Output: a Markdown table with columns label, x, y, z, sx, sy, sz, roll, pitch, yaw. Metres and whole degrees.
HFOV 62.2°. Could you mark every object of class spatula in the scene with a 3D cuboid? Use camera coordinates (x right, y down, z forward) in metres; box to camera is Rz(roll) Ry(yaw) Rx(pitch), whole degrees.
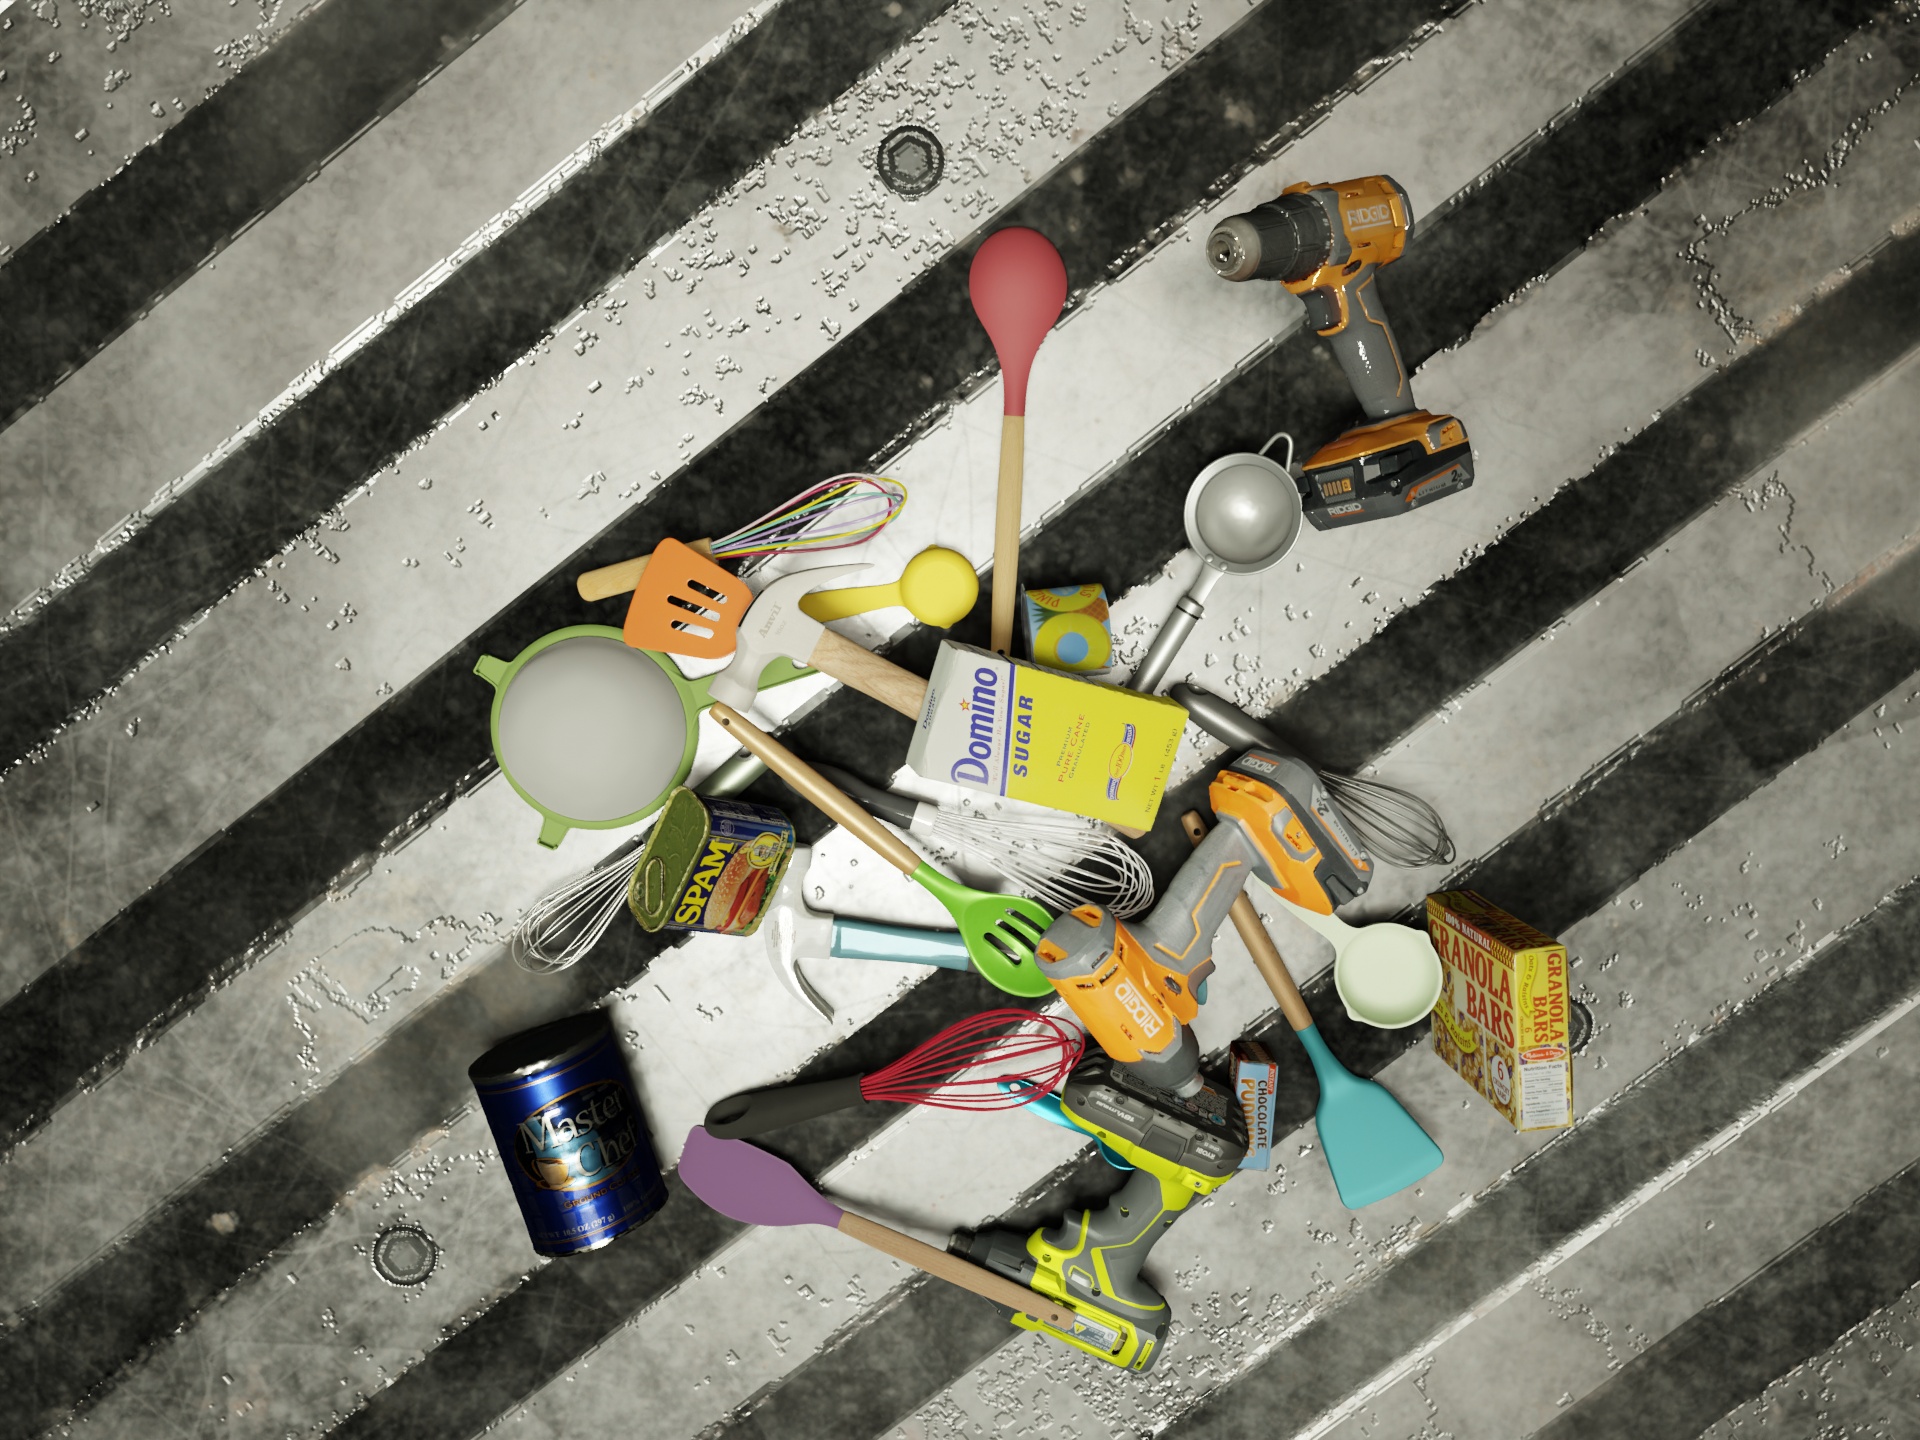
| label | x | y | z | sx | sy | sz | roll | pitch | yaw |
| --- | --- | --- | --- | --- | --- | --- | --- | --- | --- |
| spatula | 0.245 | 0.206 | 1.175 | 0.082 | 0.044 | 0.317 | -29 | 96 | 6 |
| spatula | -0.065 | 0.381 | 1.172 | 0.316 | 0.018 | 0.060 | 19 | 98 | 11 |
| spatula | -0.075 | -0.034 | 1.128 | 0.322 | 0.041 | 0.081 | 22 | 86 | -16 |

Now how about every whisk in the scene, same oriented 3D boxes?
| label | x | y | z | sx | sy | sz | roll | pitch | yaw |
| --- | --- | --- | --- | --- | --- | --- | --- | --- | --- |
| whisk | -0.052 | 0.264 | 1.156 | 0.296 | 0.073 | 0.073 | -15 | 97 | 13 |
| whisk | 0.004 | 0.082 | 1.150 | 0.284 | 0.070 | 0.070 | 18 | 96 | 2 |
| whisk | -0.155 | -0.128 | 1.132 | 0.245 | 0.051 | 0.047 | -15 | 76 | 5 |
| whisk | -0.228 | 0.098 | 1.156 | 0.246 | 0.058 | 0.059 | -41 | 130 | 1 |
| whisk | 0.256 | 0.038 | 1.155 | 0.239 | 0.055 | 0.055 | 32 | 96 | 0 |

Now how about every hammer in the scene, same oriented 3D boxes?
| label | x | y | z | sx | sy | sz | roll | pitch | yaw |
| --- | --- | --- | --- | --- | --- | --- | --- | --- | --- |
| hammer | -0.002 | -0.004 | 1.115 | 0.331 | 0.031 | 0.130 | 27 | 90 | -17 |
| hammer | 0.020 | 0.171 | 1.172 | 0.331 | 0.033 | 0.128 | 7 | 96 | -2 |

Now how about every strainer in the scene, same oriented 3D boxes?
| label | x | y | z | sx | sy | sz | roll | pitch | yaw |
| --- | --- | --- | --- | --- | --- | --- | --- | --- | --- |
| strainer | 0.169 | -0.089 | 1.140 | 0.087 | 0.050 | 0.258 | 35 | 102 | 19 |
| strainer | -0.215 | -0.007 | 1.127 | 0.256 | 0.069 | 0.151 | -18 | 97 | 3 |

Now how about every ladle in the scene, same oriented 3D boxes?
| label | x | y | z | sx | sy | sz | roll | pitch | yaw |
| --- | --- | --- | --- | --- | --- | --- | --- | --- | --- |
| ladle | 0.035 | -0.190 | 1.132 | 0.069 | 0.031 | 0.315 | 2 | 99 | -2 |

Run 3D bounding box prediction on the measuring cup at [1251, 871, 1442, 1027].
| label | x | y | z | sx | sy | sz | roll | pitch | yaw |
| --- | --- | --- | --- | --- | --- | --- | --- | --- | --- |
| measuring cup | 0.280 | 0.157 | 1.179 | 0.168 | 0.038 | 0.083 | 41 | 93 | 11 |

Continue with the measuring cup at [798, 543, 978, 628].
| label | x | y | z | sx | sy | sz | roll | pitch | yaw |
| --- | --- | --- | --- | --- | --- | --- | --- | --- | --- |
| measuring cup | -0.064 | -0.087 | 1.139 | 0.156 | 0.029 | 0.062 | -10 | 97 | -1 |

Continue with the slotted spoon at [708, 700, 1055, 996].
| label | x | y | z | sx | sy | sz | roll | pitch | yaw |
| --- | --- | --- | --- | --- | --- | --- | --- | --- | --- |
| slotted spoon | -0.050 | 0.087 | 1.125 | 0.313 | 0.031 | 0.070 | 39 | 108 | -6 |

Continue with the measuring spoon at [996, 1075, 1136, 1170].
| label | x | y | z | sx | sy | sz | roll | pitch | yaw |
| --- | --- | --- | --- | --- | --- | --- | --- | --- | --- |
| measuring spoon | 0.087 | 0.296 | 1.200 | 0.128 | 0.021 | 0.042 | 25 | 106 | 5 |

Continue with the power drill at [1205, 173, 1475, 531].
| label | x | y | z | sx | sy | sz | roll | pitch | yaw |
| --- | --- | --- | --- | --- | --- | --- | --- | --- | --- |
| power drill | 0.251 | -0.246 | 1.063 | 0.185 | 0.084 | 0.226 | -22 | 100 | -39 |

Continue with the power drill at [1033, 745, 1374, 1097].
| label | x | y | z | sx | sy | sz | roll | pitch | yaw |
| --- | --- | --- | --- | --- | --- | --- | --- | --- | --- |
| power drill | 0.176 | 0.146 | 1.104 | 0.226 | 0.084 | 0.164 | -42 | 113 | -12 |

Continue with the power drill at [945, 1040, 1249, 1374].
| label | x | y | z | sx | sy | sz | roll | pitch | yaw |
| --- | --- | --- | --- | --- | --- | --- | --- | --- | --- |
| power drill | 0.100 | 0.354 | 1.161 | 0.171 | 0.080 | 0.223 | 24 | 109 | 4 |
